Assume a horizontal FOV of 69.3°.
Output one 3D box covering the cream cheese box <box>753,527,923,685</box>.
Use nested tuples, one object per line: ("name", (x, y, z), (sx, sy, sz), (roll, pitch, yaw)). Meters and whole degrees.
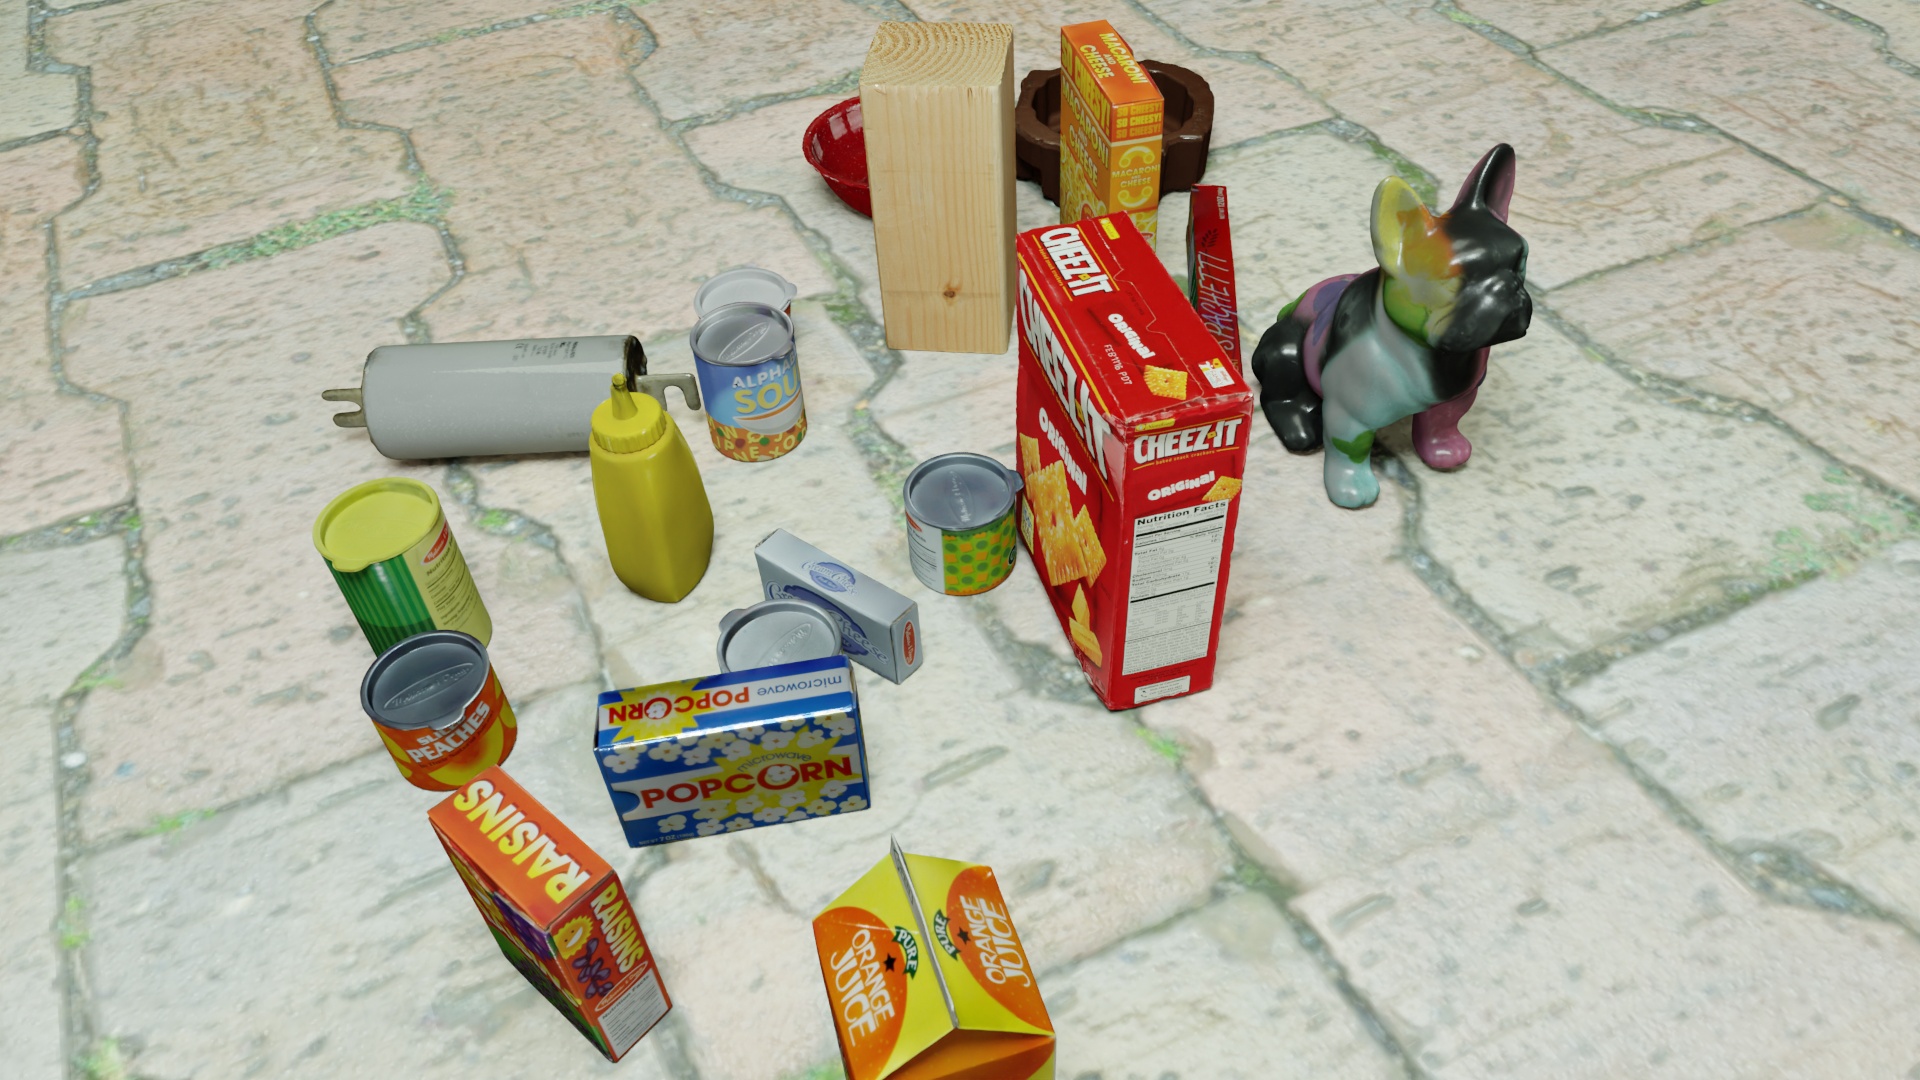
("cream cheese box", (-0.069, 0.037, 0.787), (0.104, 0.053, 0.024), (27, 52, 27))

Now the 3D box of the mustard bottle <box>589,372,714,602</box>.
("mustard bottle", (-0.180, -0.036, 0.790), (0.049, 0.159, 0.066), (12, 47, 15))

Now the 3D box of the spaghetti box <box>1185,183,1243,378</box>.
("spaghetti box", (0.177, -0.163, 0.976), (0.029, 0.049, 0.251), (2, 45, 5))

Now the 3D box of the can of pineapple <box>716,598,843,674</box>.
("can of pineapple", (-0.095, 0.073, 0.750), (0.071, 0.057, 0.071), (-1, 45, 2))

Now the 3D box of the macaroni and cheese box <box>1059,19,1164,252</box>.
("macaroni and cheese box", (0.107, -0.270, 1.004), (0.040, 0.165, 0.124), (-11, 46, -8))

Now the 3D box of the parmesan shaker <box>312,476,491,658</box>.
("parmesan shaker", (-0.311, 0.026, 0.776), (0.071, 0.102, 0.072), (-2, 45, 2))

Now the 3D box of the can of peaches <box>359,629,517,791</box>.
("can of peaches", (-0.276, 0.092, 0.740), (0.071, 0.057, 0.071), (-1, 45, 2))

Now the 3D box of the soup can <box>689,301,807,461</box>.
("soup can", (-0.135, -0.102, 0.907), (0.071, 0.083, 0.072), (-2, 45, 2))

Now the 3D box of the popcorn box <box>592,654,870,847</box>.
("popcorn box", (-0.111, 0.107, 0.698), (0.127, 0.084, 0.038), (-9, 45, -5))

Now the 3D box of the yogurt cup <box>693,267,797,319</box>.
("yogurt cup", (-0.150, -0.151, 0.979), (0.072, 0.053, 0.073), (-1, 45, 2))

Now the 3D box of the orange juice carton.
("orange juice carton", (-0.009, 0.192, 0.532), (0.073, 0.191, 0.072), (-14, 46, -11))

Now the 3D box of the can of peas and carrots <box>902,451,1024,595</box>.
("can of peas and carrots", (0.003, -0.010, 0.827), (0.071, 0.058, 0.071), (-1, 45, 2))

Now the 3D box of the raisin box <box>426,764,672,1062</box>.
("raisin box", (-0.180, 0.167, 0.615), (0.086, 0.122, 0.040), (31, 55, 29))
